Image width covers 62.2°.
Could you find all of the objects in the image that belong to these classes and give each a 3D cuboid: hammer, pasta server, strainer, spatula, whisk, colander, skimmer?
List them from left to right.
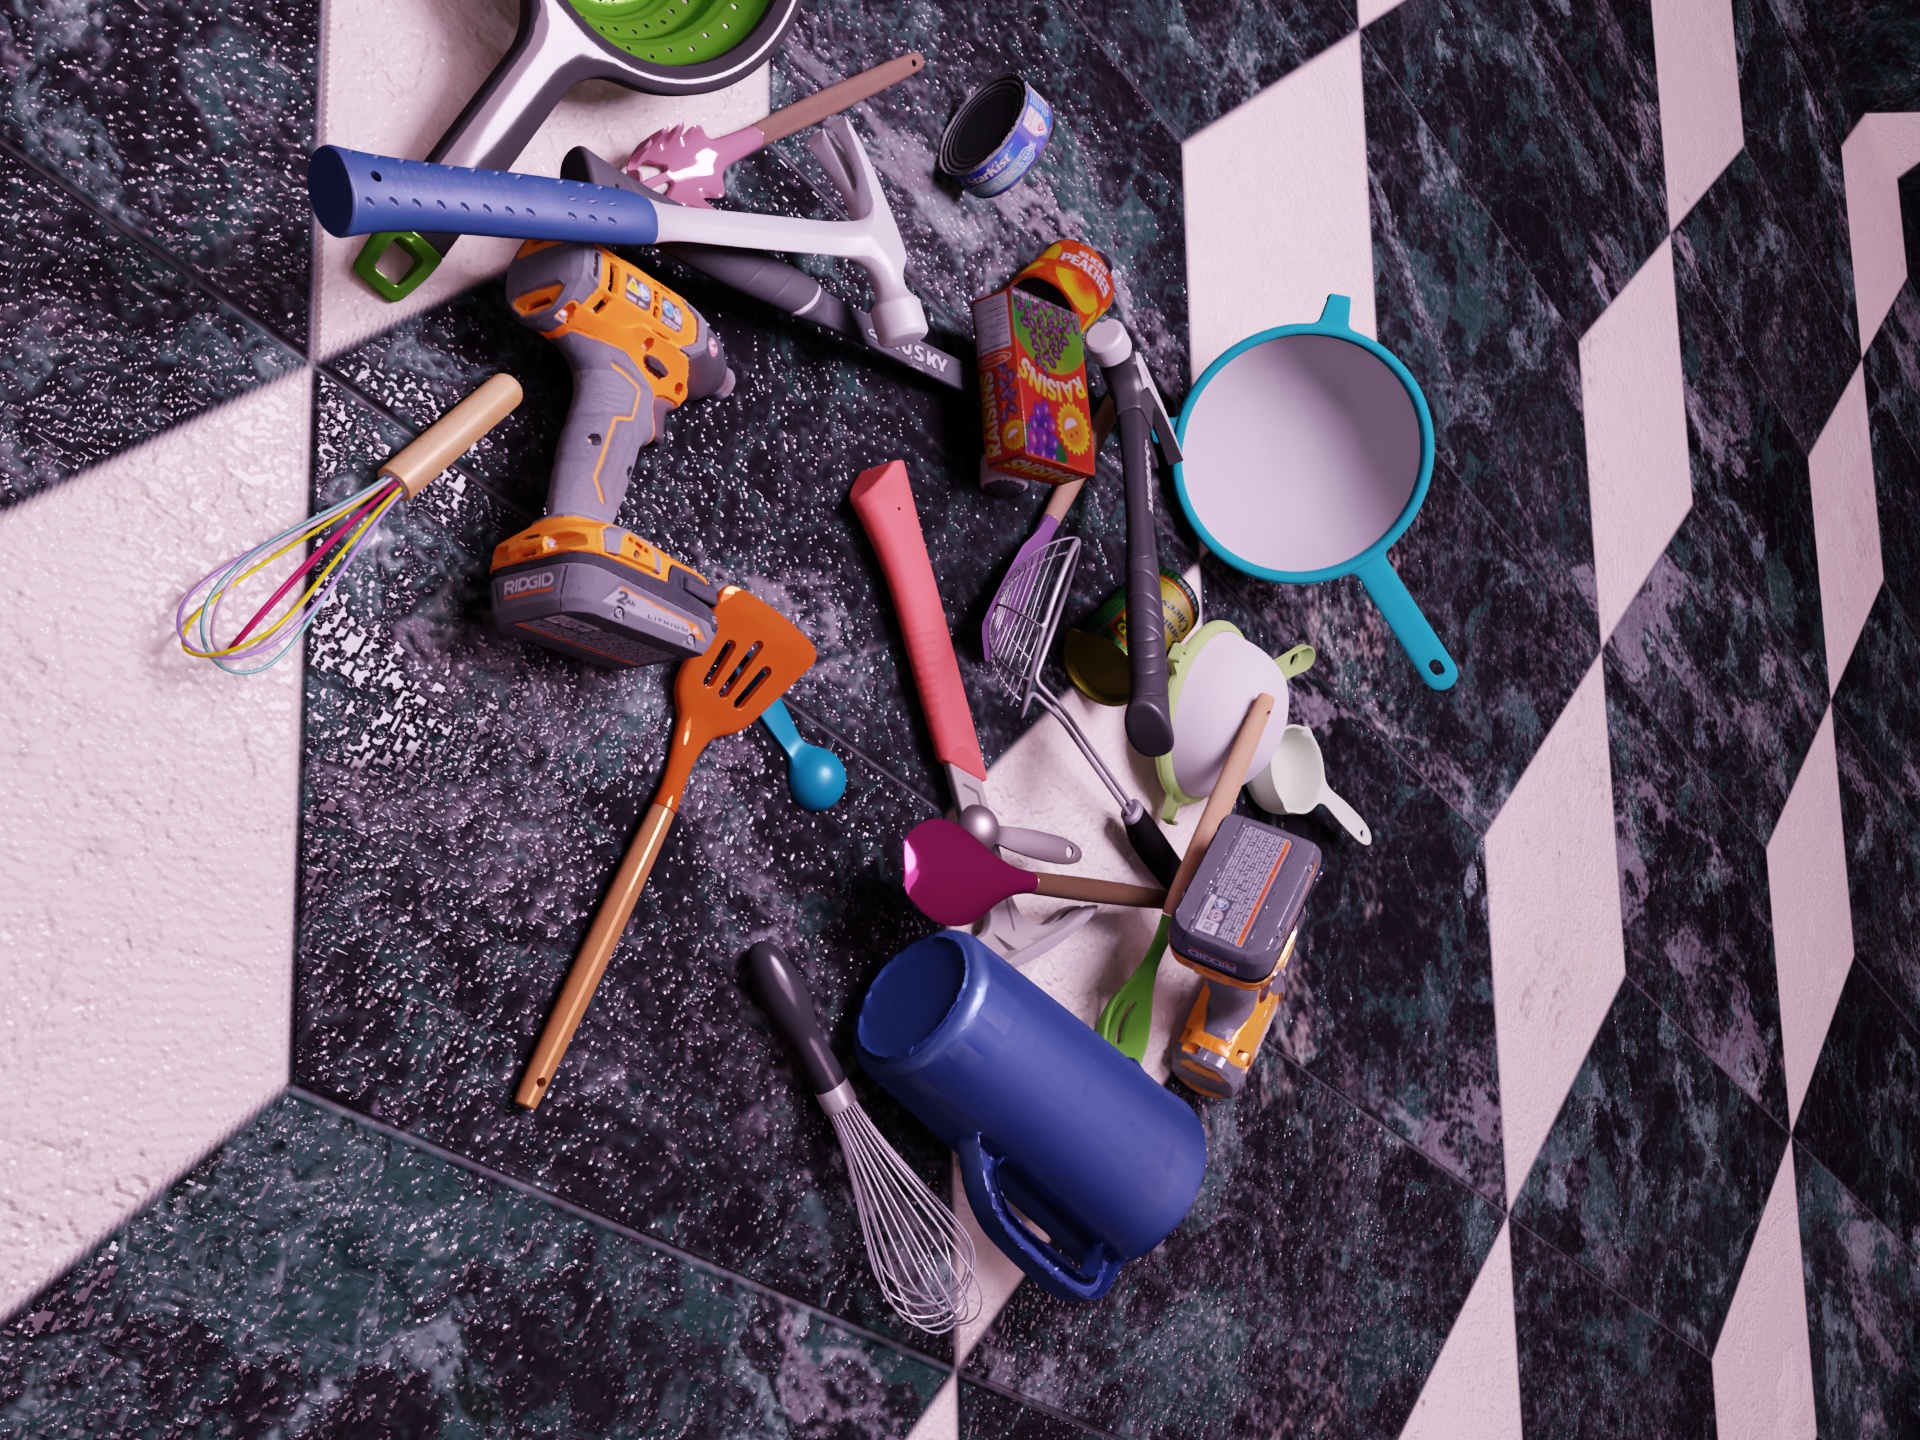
[{"bbox_3d":[-0.307,-0.109,0.830,0.051,0.047,0.245,53,49,-23],"label":"whisk"},{"bbox_3d":[-0.236,-0.407,0.922,0.204,0.095,0.397,42,75,-41],"label":"colander"},{"bbox_3d":[-0.178,0.072,0.925,0.081,0.041,0.323,39,60,-34],"label":"spatula"},{"bbox_3d":[-0.168,-0.281,0.881,0.405,0.035,0.144,-16,89,-52],"label":"hammer"},{"bbox_3d":[-0.114,-0.398,1.059,0.316,0.040,0.060,-44,126,-39],"label":"pasta server"},{"bbox_3d":[-0.086,-0.272,1.037,0.408,0.036,0.149,15,72,-49],"label":"hammer"},{"bbox_3d":[-0.065,0.263,0.998,0.070,0.070,0.284,-34,102,-41],"label":"whisk"},{"bbox_3d":[-0.002,-0.004,1.107,0.149,0.037,0.359,-21,99,-43],"label":"hammer"},{"bbox_3d":[0.077,-0.167,1.212,0.059,0.018,0.316,82,30,-52],"label":"spatula"},{"bbox_3d":[0.123,0.025,1.157,0.362,0.090,0.127,53,42,-33],"label":"skimmer"},{"bbox_3d":[0.134,-0.125,1.168,0.146,0.035,0.335,49,35,-52],"label":"hammer"},{"bbox_3d":[0.249,-0.015,1.297,0.256,0.069,0.151,-26,123,-48],"label":"strainer"},{"bbox_3d":[0.316,-0.175,1.342,0.340,0.211,0.095,54,13,-11],"label":"strainer"}]

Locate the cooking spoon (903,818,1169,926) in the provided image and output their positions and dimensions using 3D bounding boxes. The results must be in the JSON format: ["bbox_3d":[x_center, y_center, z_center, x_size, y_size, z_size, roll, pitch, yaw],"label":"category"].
[{"bbox_3d":[0.063,0.114,1.101,0.318,0.017,0.069,14,68,-51],"label":"cooking spoon"}]

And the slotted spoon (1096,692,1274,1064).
[{"bbox_3d":[0.169,0.124,1.194,0.070,0.031,0.314,29,84,-52],"label":"slotted spoon"}]

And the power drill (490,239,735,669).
[{"bbox_3d":[-0.189,-0.149,0.916,0.164,0.084,0.227,22,65,-57],"label":"power drill"}]

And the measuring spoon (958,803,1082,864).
[{"bbox_3d":[0.047,0.083,1.104,0.124,0.018,0.034,17,73,-42],"label":"measuring spoon"}]

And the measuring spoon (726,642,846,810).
[{"bbox_3d":[-0.109,0.002,1.013,0.042,0.021,0.128,-47,116,-37],"label":"measuring spoon"}]

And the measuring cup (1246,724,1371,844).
[{"bbox_3d":[0.303,0.066,1.384,0.167,0.038,0.083,39,59,-35],"label":"measuring cup"}]

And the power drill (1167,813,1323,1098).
[{"bbox_3d":[0.221,0.163,1.207,0.185,0.084,0.226,-57,155,-30],"label":"power drill"}]
